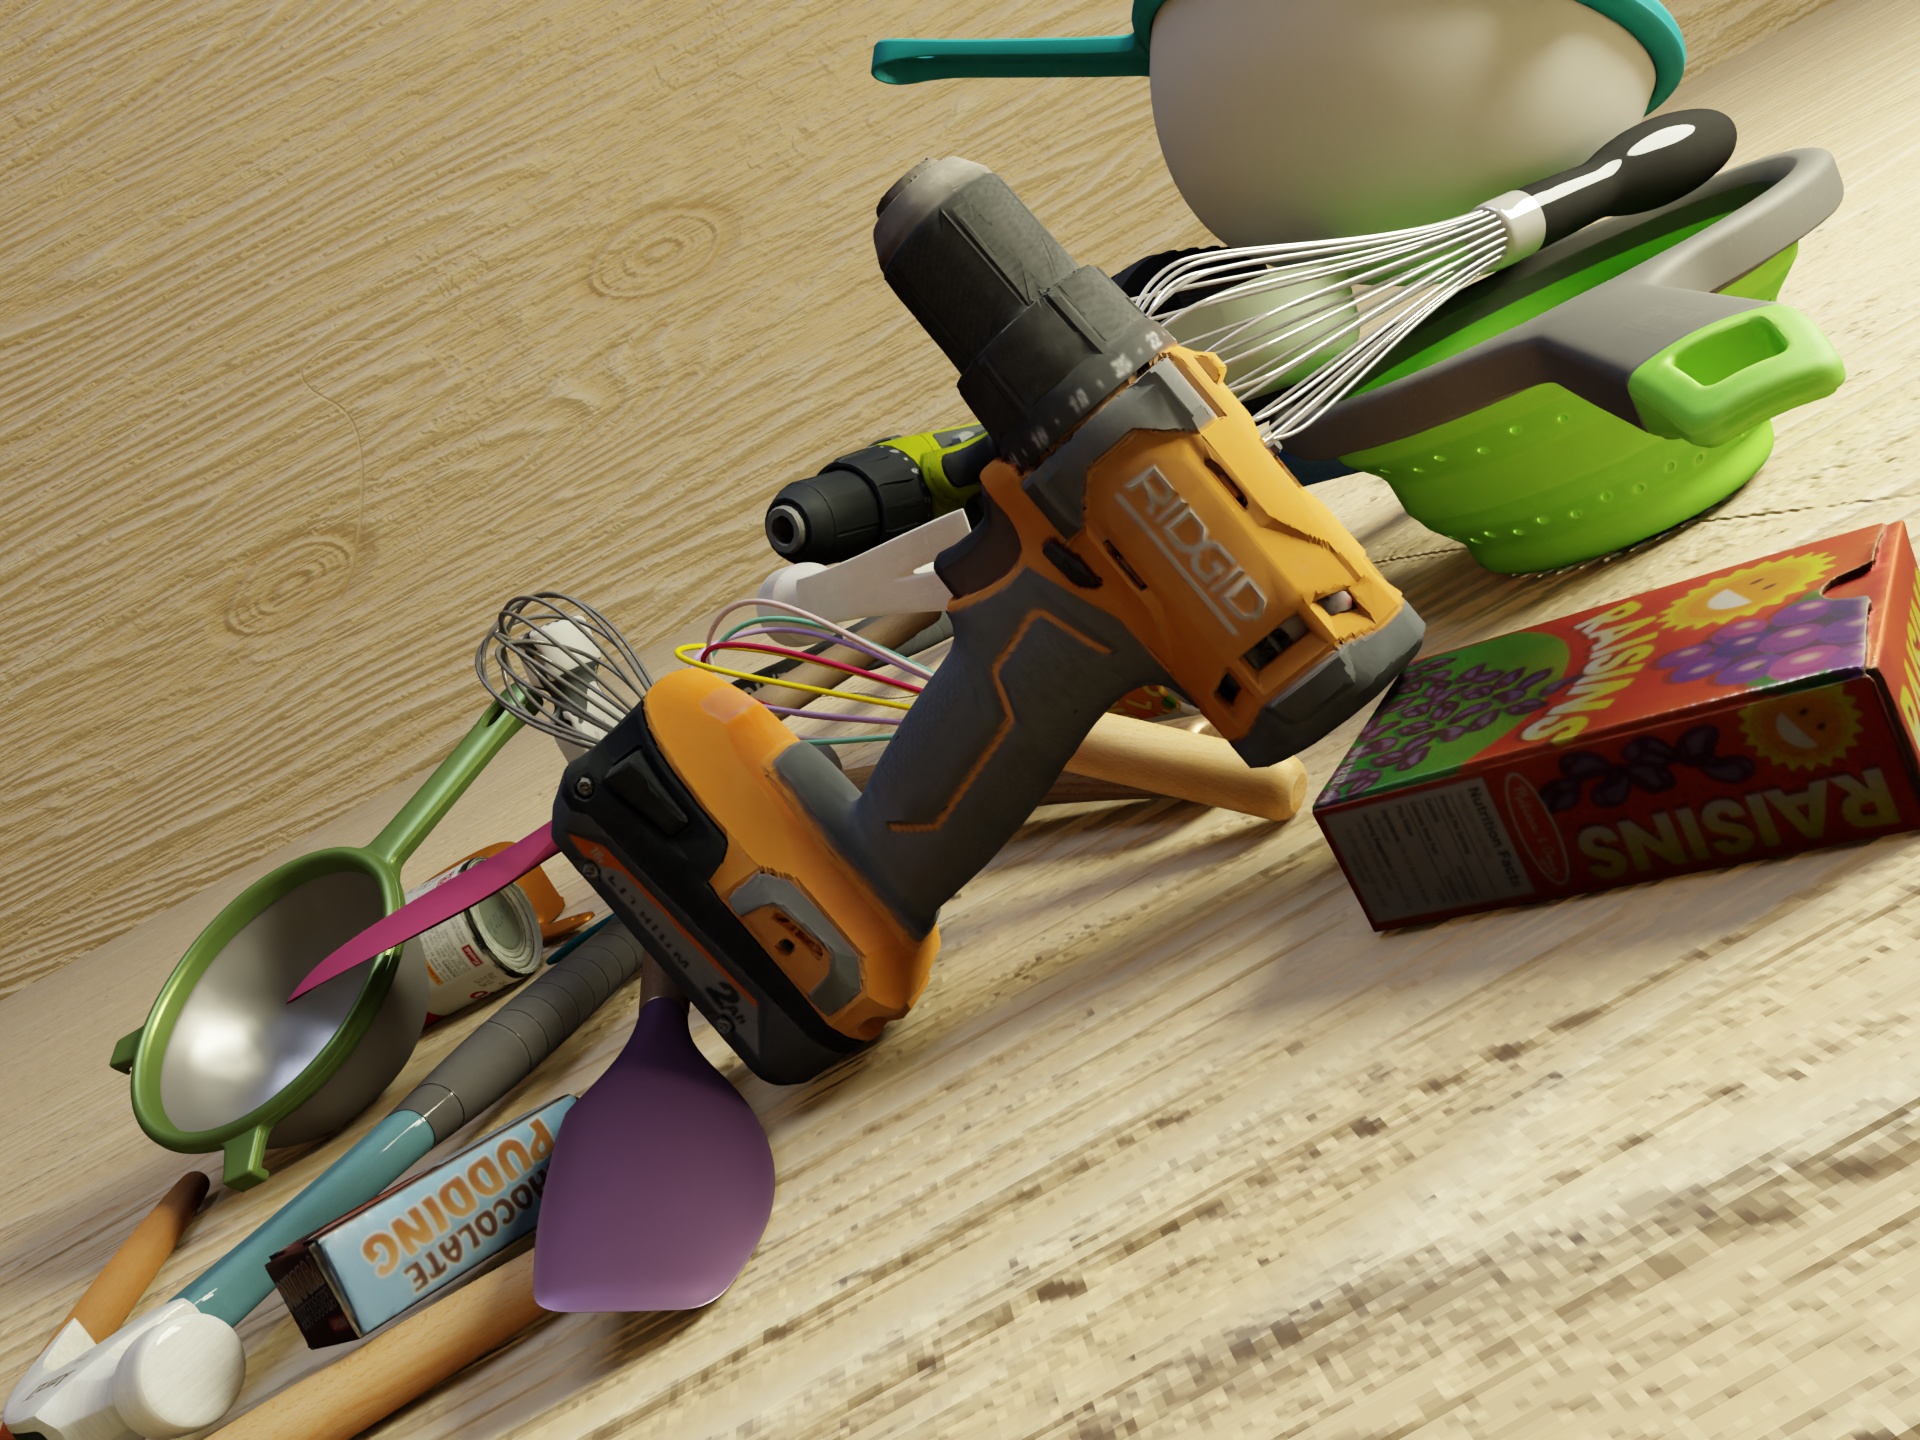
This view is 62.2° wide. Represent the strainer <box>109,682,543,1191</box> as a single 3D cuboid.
[{"bbox_3d":[-0.267,0.097,0.744,0.152,0.069,0.256,16,62,42],"label":"strainer"}]

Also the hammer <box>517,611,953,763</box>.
[{"bbox_3d":[-0.078,-0.028,0.919,0.036,0.149,0.409,-20,5,34],"label":"hammer"}]

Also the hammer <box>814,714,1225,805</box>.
[{"bbox_3d":[-0.021,0.027,0.647,0.130,0.031,0.331,-20,8,-39],"label":"hammer"}]

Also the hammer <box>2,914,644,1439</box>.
[{"bbox_3d":[-0.191,0.142,0.576,0.128,0.033,0.331,-29,7,30],"label":"hammer"}]

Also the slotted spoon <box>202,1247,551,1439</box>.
[{"bbox_3d":[-0.212,0.204,0.393,0.314,0.031,0.070,-29,1,-13],"label":"slotted spoon"}]

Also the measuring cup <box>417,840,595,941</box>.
[{"bbox_3d":[-0.253,0.100,0.881,0.095,0.052,0.173,-37,12,-37],"label":"measuring cup"}]

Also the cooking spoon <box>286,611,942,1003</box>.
[{"bbox_3d":[-0.140,0.029,0.679,0.319,0.017,0.069,-32,3,-17],"label":"cooking spoon"}]

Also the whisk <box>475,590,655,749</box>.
[{"bbox_3d":[-0.104,0.015,0.610,0.239,0.055,0.055,33,51,28],"label":"whisk"}]

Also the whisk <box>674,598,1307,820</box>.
[{"bbox_3d":[-0.002,-0.001,0.538,0.245,0.047,0.051,13,74,32],"label":"whisk"}]

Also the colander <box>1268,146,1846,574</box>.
[{"bbox_3d":[0.211,-0.093,0.507,0.204,0.094,0.397,-25,11,17],"label":"colander"}]

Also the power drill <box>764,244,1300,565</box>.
[{"bbox_3d":[0.032,-0.135,0.752,0.228,0.080,0.190,-22,1,40],"label":"power drill"}]

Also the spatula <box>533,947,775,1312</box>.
[{"bbox_3d":[-0.093,0.083,0.517,0.059,0.018,0.316,1,20,-9],"label":"spatula"}]

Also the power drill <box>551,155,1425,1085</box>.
[{"bbox_3d":[-0.013,-0.025,0.453,0.226,0.185,0.084,-39,2,18],"label":"power drill"}]

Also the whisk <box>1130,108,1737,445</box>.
[{"bbox_3d":[0.156,-0.152,0.526,0.284,0.070,0.070,-27,10,-20],"label":"whisk"}]

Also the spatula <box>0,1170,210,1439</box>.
[{"bbox_3d":[-0.321,0.217,0.558,0.081,0.041,0.323,-49,12,-4],"label":"spatula"}]

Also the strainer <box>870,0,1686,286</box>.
[{"bbox_3d":[0.107,-0.235,0.655,0.340,0.095,0.211,11,4,25],"label":"strainer"}]

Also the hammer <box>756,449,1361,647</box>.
[{"bbox_3d":[0.120,-0.102,0.681,0.405,0.035,0.144,-18,6,-26],"label":"hammer"}]

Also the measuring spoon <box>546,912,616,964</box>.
[{"bbox_3d":[-0.155,0.099,0.761,0.128,0.021,0.042,-32,-7,33],"label":"measuring spoon"}]

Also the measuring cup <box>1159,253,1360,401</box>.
[{"bbox_3d":[0.136,-0.153,0.651,0.083,0.038,0.167,-17,1,29],"label":"measuring cup"}]
